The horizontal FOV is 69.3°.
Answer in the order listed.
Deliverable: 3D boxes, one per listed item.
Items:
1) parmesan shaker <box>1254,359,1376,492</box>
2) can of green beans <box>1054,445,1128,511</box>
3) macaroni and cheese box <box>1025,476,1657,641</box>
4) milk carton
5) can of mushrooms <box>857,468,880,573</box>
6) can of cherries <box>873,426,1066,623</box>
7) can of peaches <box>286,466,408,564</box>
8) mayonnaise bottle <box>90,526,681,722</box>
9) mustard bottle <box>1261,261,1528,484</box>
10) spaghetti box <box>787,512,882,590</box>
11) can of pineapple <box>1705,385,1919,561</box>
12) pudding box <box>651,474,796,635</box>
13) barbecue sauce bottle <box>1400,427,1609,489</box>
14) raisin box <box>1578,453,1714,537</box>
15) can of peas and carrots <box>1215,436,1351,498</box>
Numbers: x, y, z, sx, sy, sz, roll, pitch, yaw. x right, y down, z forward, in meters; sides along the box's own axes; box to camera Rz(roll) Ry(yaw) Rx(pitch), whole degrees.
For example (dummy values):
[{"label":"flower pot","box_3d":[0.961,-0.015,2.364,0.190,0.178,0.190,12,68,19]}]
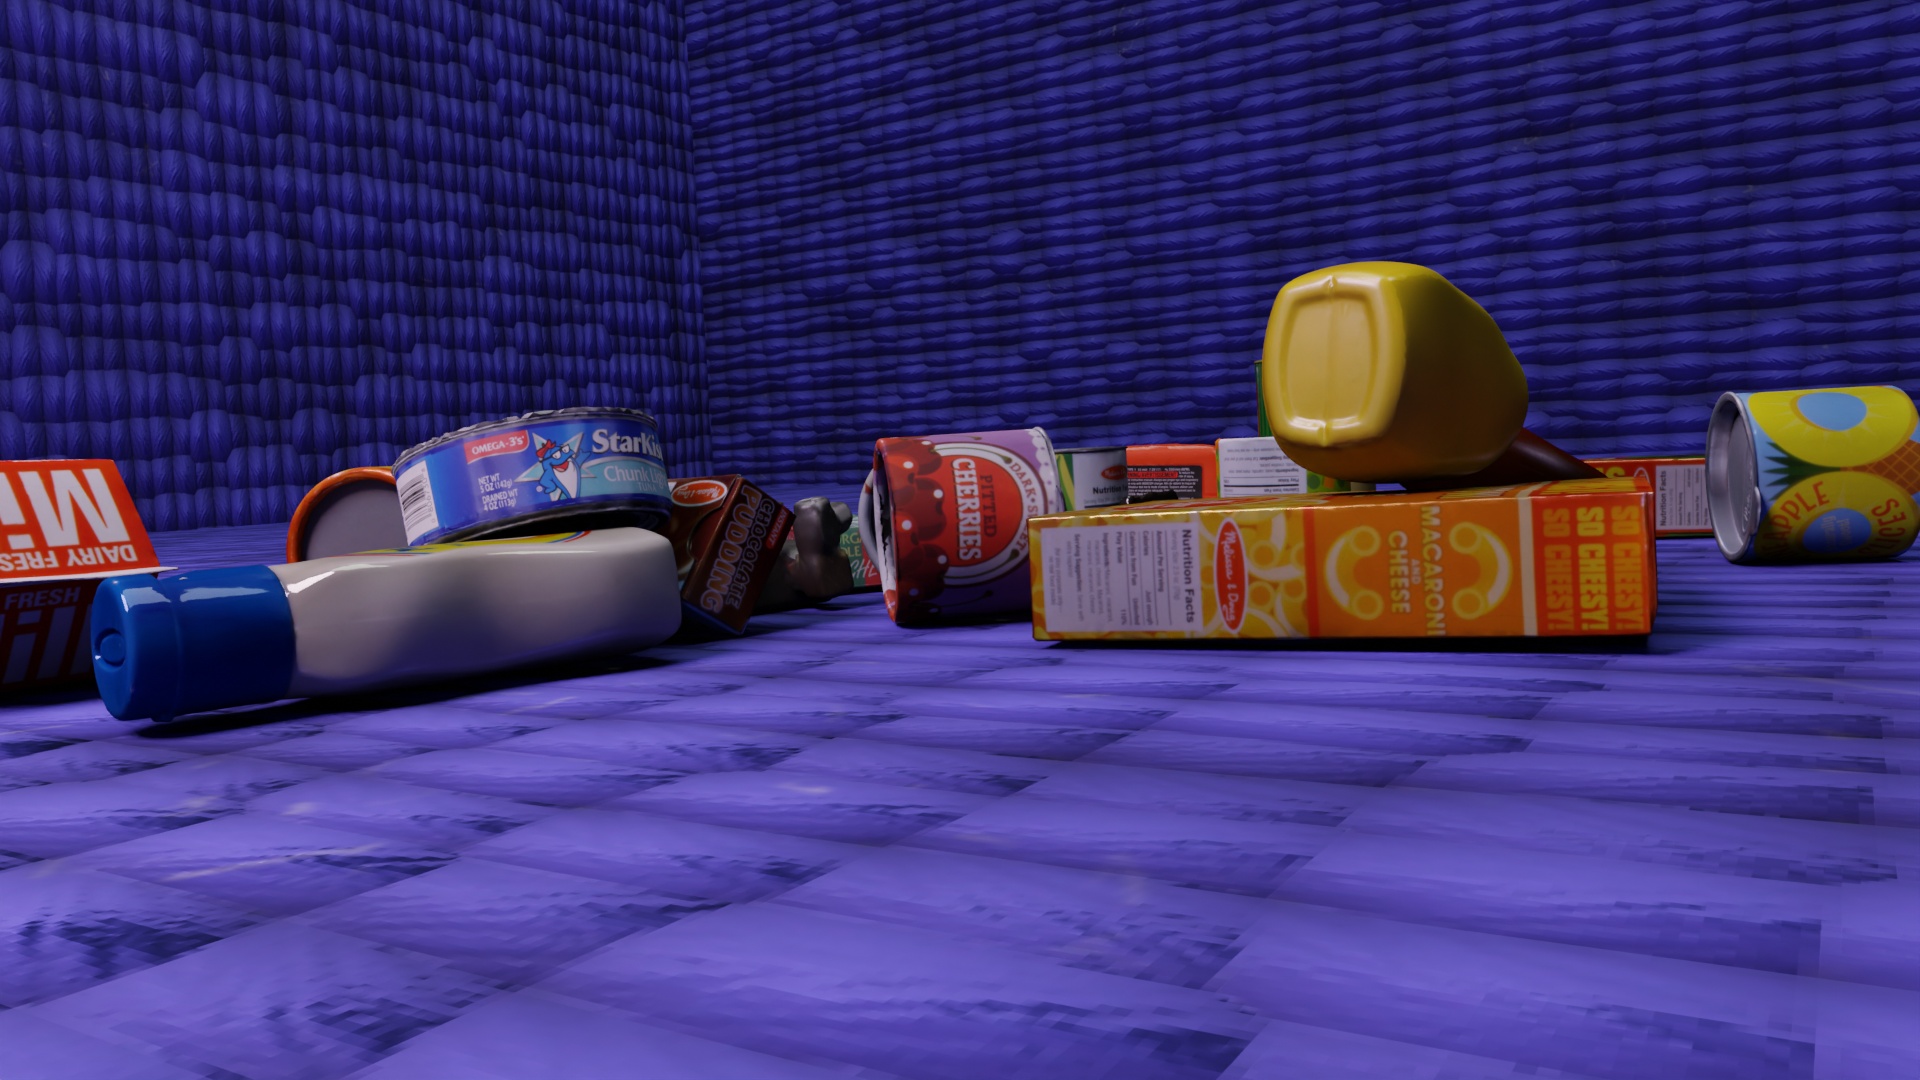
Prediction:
[{"label":"parmesan shaker","box_3d":[0.205,-0.055,0.809,0.071,0.103,0.071,-3,3,0]},{"label":"can of green beans","box_3d":[0.041,-0.011,0.607,0.071,0.057,0.071,-3,4,0]},{"label":"macaroni and cheese box","box_3d":[0.121,0.005,0.428,0.166,0.040,0.124,-2,3,26]},{"label":"milk carton","box_3d":[-0.335,0.011,0.454,0.190,0.073,0.072,0,4,37]},{"label":"can of mushrooms","box_3d":[-0.004,-0.011,0.561,0.071,0.071,0.033,-2,4,18]},{"label":"can of cherries","box_3d":[0.002,-0.006,0.486,0.058,0.071,0.071,-4,3,-9]},{"label":"can of peaches","box_3d":[-0.221,0.004,0.547,0.071,0.071,0.058,-3,4,5]},{"label":"mayonnaise bottle","box_3d":[-0.156,0.021,0.392,0.064,0.041,0.148,-8,-1,45]},{"label":"mustard bottle","box_3d":[0.150,-0.048,0.451,0.049,0.065,0.160,3,-1,37]},{"label":"spaghetti box","box_3d":[-0.073,0.003,0.724,0.050,0.028,0.250,-5,4,-14]},{"label":"can of pineapple","box_3d":[0.324,-0.024,0.529,0.058,0.071,0.071,-2,3,15]},{"label":"pudding box","box_3d":[-0.102,0.005,0.503,0.083,0.050,0.030,0,-29,48]},{"label":"barbecue sauce bottle","box_3d":[0.211,-0.033,0.579,0.148,0.043,0.065,18,-2,-39]},{"label":"raisin box","box_3d":[0.324,-0.022,0.703,0.123,0.040,0.086,-1,5,18]},{"label":"can of peas and carrots","box_3d":[0.162,-0.023,0.693,0.071,0.058,0.071,-3,4,0]}]
